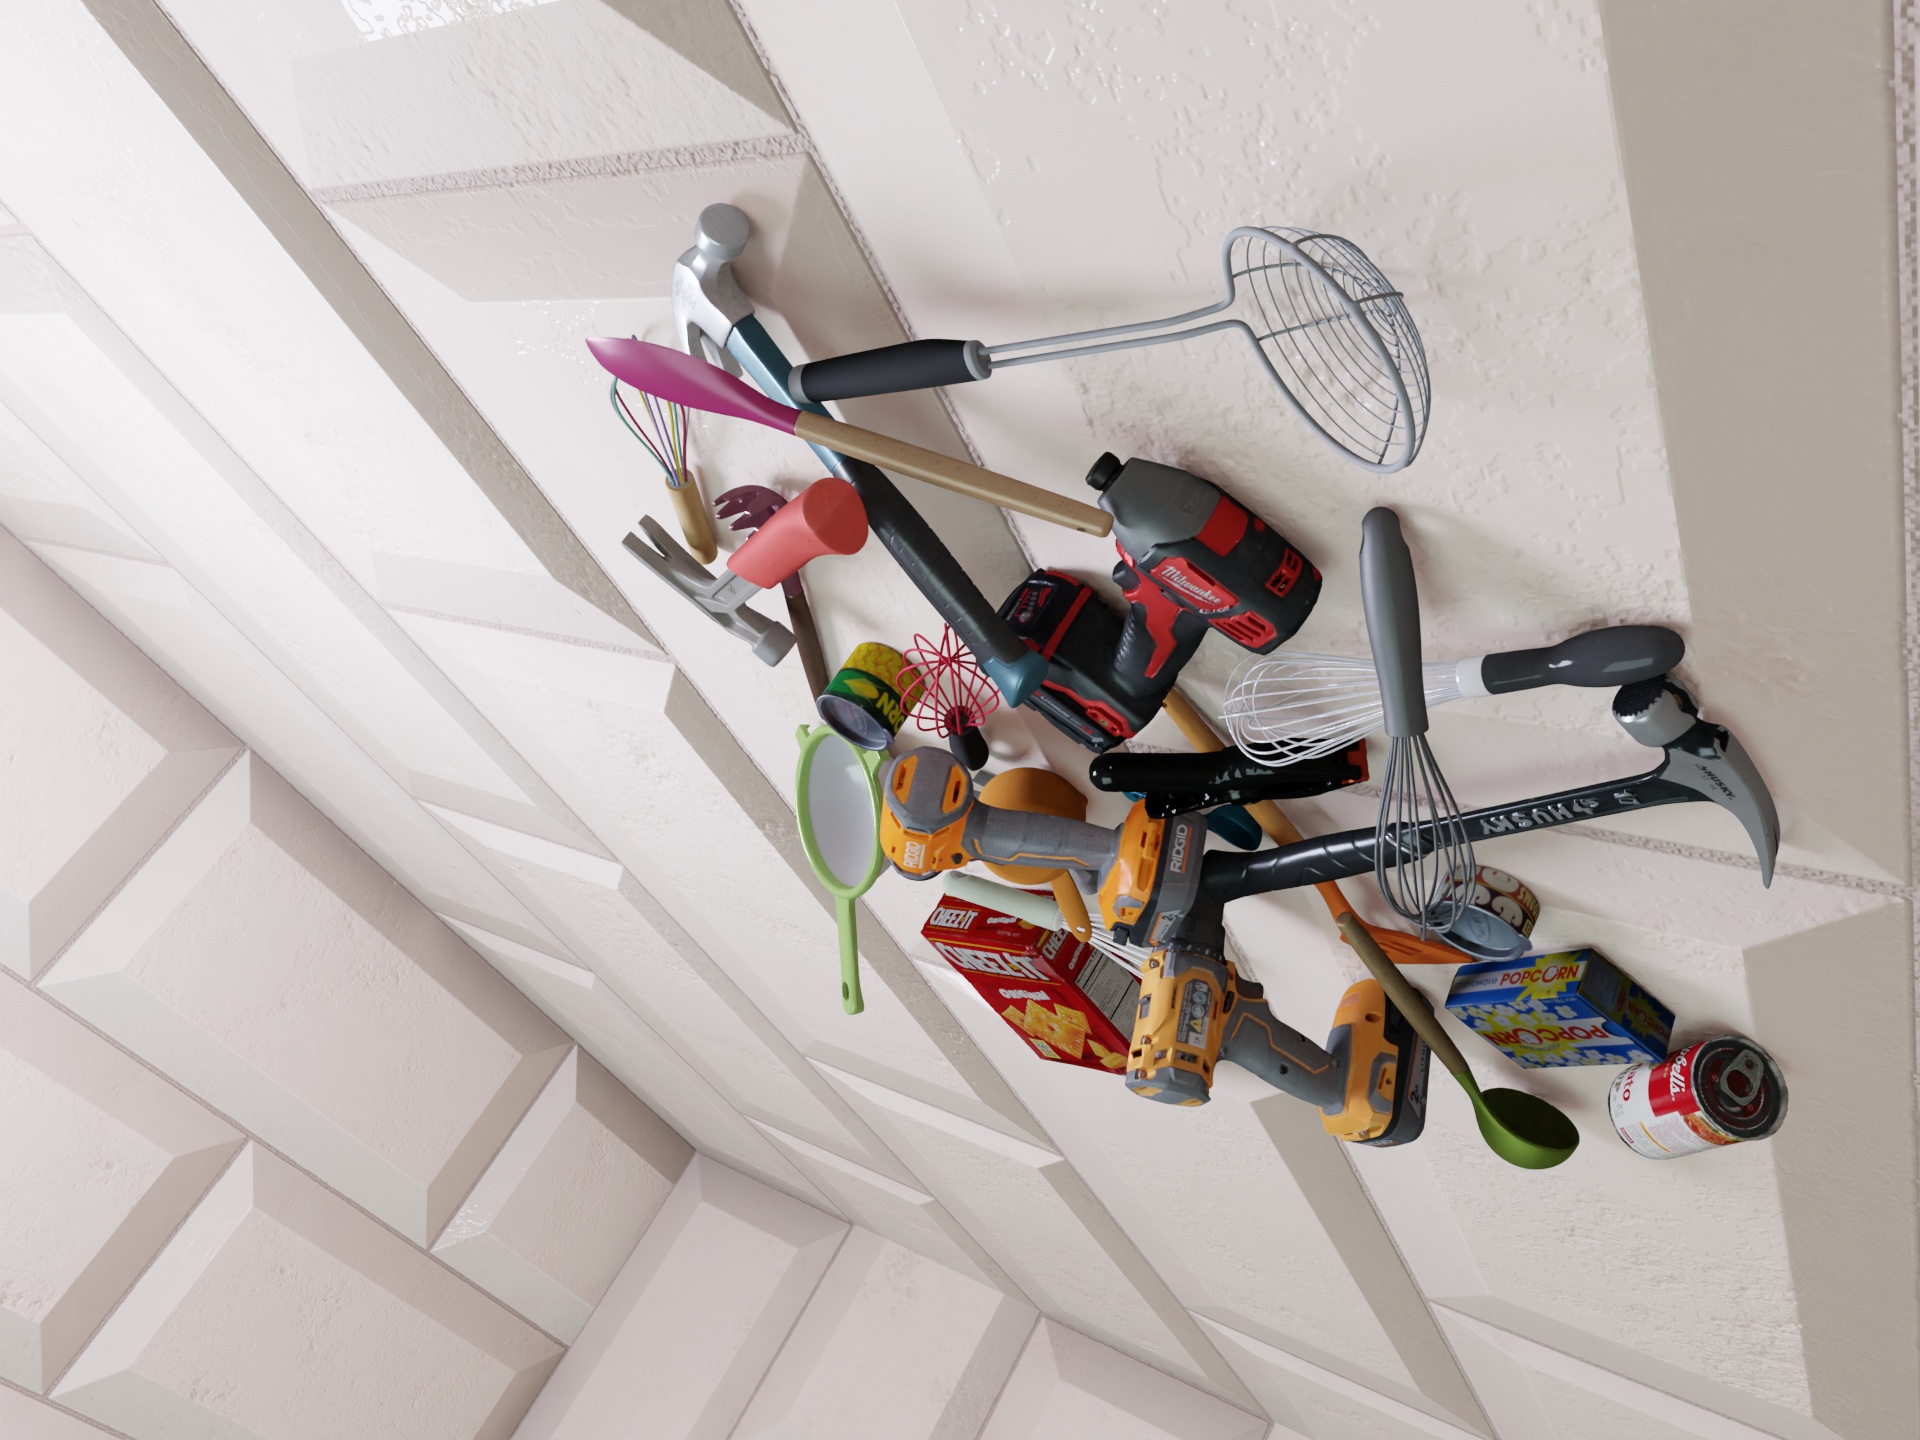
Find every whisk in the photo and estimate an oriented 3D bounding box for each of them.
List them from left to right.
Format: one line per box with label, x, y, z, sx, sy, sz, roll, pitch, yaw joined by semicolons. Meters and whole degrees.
whisk;-0.204;-0.182;1.131;0.047;0.051;0.244;20;155;13
whisk;-0.002;-0.004;1.141;0.073;0.073;0.295;28;170;10
whisk;0.093;0.174;1.379;0.246;0.058;0.059;16;108;24
whisk;0.235;0.005;0.842;0.055;0.055;0.239;3;110;46
whisk;0.257;-0.021;0.877;0.284;0.070;0.070;-11;131;48

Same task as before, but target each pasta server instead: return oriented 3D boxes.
pasta server;-0.130;-0.080;1.227;0.060;0.040;0.316;30;156;20

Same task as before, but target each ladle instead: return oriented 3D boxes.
ladle;0.365;0.233;1.170;0.319;0.062;0.078;49;-176;-29

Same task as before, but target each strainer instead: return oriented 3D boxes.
strainer;-0.079;0.127;1.379;0.151;0.069;0.256;12;107;56

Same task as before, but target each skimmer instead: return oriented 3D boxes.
skimmer;0.049;-0.164;0.772;0.363;0.090;0.127;0;141;34

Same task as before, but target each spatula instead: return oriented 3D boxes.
spatula;0.237;0.081;1.111;0.322;0.041;0.081;47;149;-19

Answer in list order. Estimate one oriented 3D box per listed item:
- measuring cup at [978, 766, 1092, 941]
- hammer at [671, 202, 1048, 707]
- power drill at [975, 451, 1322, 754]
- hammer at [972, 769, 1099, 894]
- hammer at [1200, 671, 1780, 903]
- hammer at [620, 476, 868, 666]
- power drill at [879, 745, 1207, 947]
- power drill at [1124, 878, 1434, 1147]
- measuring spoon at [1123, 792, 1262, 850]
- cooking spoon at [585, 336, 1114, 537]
measuring cup;0.069;0.122;1.265;0.095;0.052;0.173;-15;115;19
hammer;-0.060;-0.144;0.949;0.331;0.033;0.128;51;153;-1
power drill;0.100;-0.071;0.942;0.143;0.079;0.219;36;151;-7
hammer;-0.019;0.098;1.418;0.331;0.031;0.130;-3;137;51
hammer;0.294;0.072;0.976;0.149;0.036;0.409;40;149;-18
hammer;-0.137;-0.111;1.050;0.149;0.037;0.359;40;164;-11
power drill;0.052;0.097;1.162;0.226;0.084;0.164;14;154;1
power drill;0.243;0.218;1.213;0.226;0.185;0.084;17;157;-12
measuring spoon;0.171;0.063;1.167;0.129;0.021;0.042;19;153;46
cooking spoon;-0.066;-0.157;0.883;0.319;0.017;0.068;20;167;11
